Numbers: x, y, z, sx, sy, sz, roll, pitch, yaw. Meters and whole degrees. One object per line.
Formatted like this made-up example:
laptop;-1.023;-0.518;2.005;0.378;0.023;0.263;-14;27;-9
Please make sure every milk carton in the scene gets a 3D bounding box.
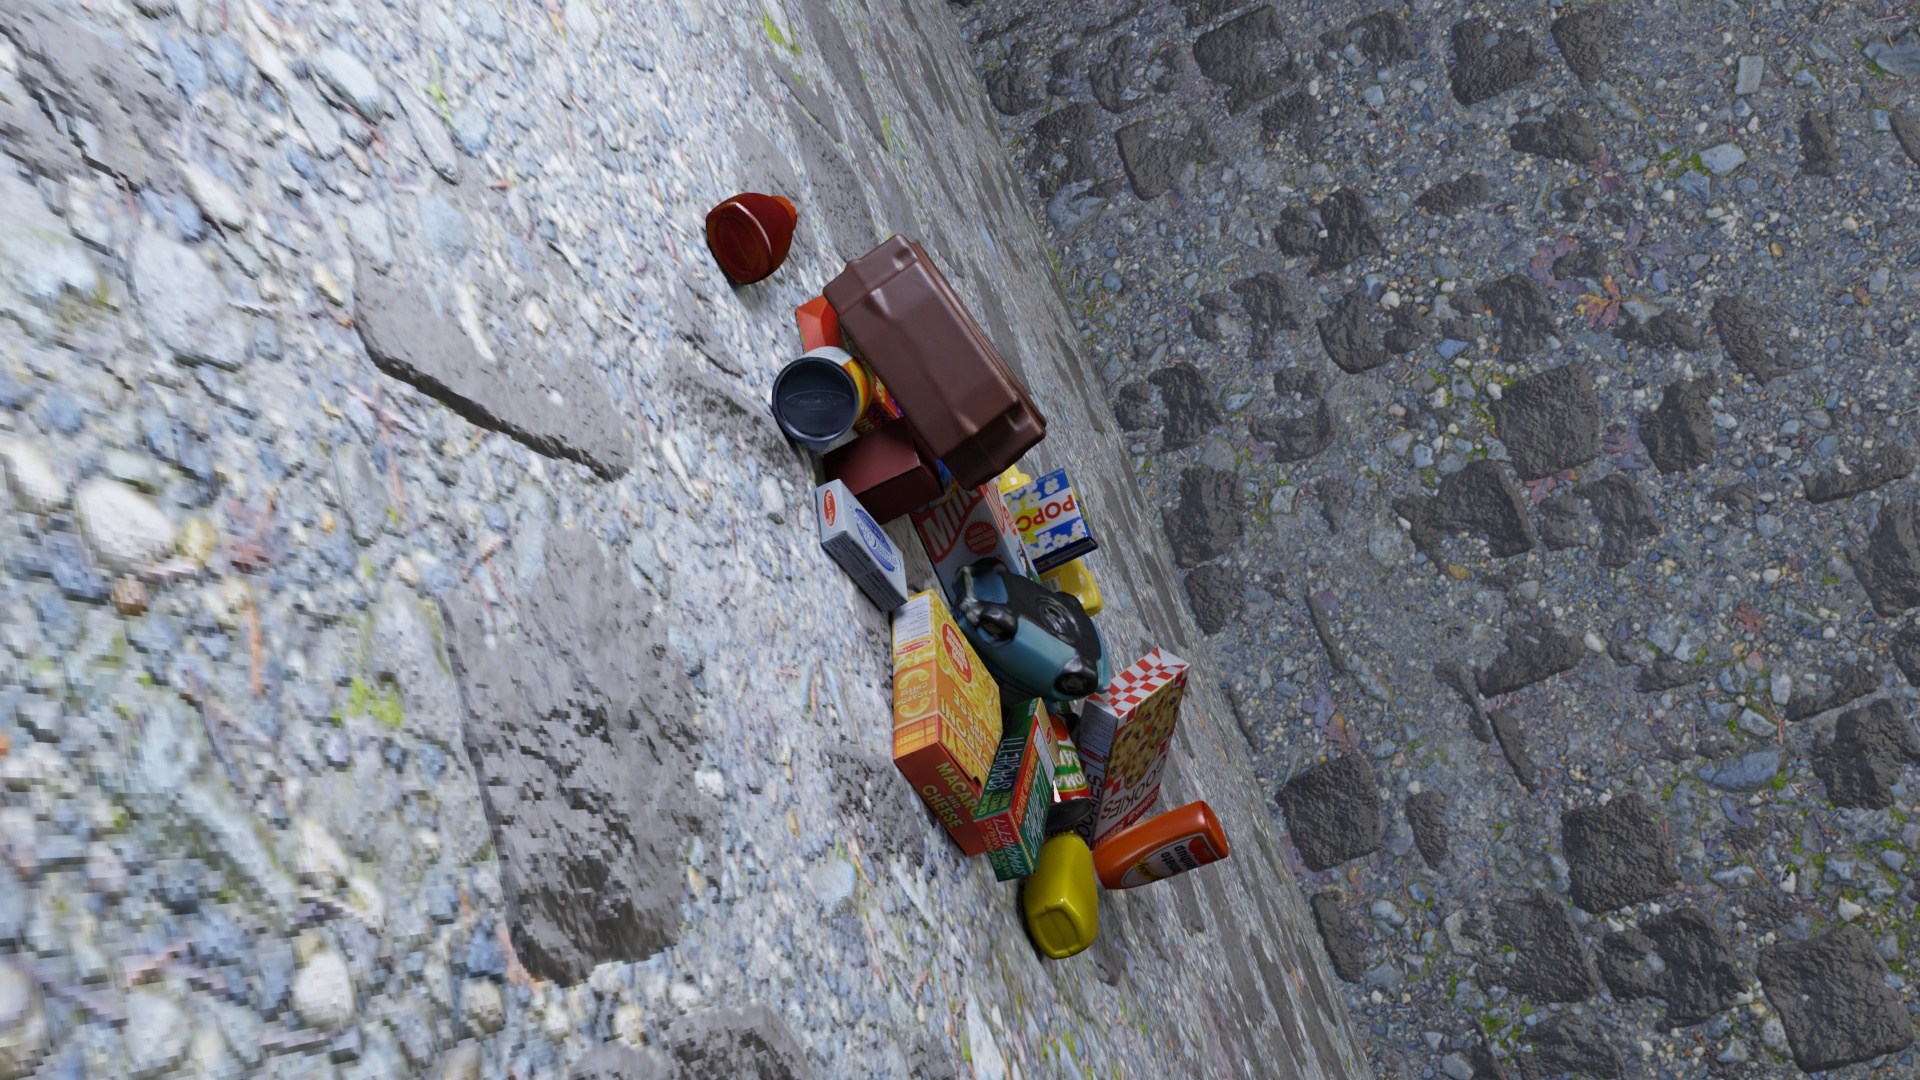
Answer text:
milk carton;0.005;-0.016;1.288;0.190;0.073;0.072;66;13;-3

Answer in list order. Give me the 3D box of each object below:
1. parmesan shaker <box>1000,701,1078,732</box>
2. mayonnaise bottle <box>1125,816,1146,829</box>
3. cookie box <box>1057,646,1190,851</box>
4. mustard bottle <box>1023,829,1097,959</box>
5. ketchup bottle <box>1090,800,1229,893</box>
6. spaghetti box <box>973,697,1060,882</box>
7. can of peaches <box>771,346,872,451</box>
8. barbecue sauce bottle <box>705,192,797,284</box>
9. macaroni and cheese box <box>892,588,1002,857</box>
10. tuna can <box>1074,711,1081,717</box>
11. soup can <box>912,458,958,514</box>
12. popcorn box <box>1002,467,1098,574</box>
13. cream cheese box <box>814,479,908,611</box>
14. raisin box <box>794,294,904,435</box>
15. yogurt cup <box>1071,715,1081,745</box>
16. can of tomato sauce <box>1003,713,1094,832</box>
parmesan shaker;0.064;0.130;1.277;0.071;0.071;0.103;49;22;-54
mayonnaise bottle;0.138;0.261;1.378;0.148;0.064;0.041;59;17;-14
cookie box;0.149;0.196;1.272;0.123;0.040;0.166;-27;135;-46
mustard bottle;0.085;0.283;1.155;0.065;0.049;0.161;64;13;-10
ketchup bottle;0.157;0.278;1.225;0.064;0.148;0.044;55;18;-40
spaghetti box;0.046;0.180;1.040;0.251;0.028;0.050;-54;124;-76
can of peaches;-0.103;-0.107;1.042;0.071;0.071;0.058;64;13;-12
barbecue sauce bottle;-0.159;-0.246;1.100;0.064;0.043;0.149;63;13;-17
macaroni and cheese box;-0.007;0.136;1.057;0.123;0.040;0.167;57;16;-34
tuna can;0.117;0.212;1.429;0.071;0.033;0.071;60;14;-26
soup can;-0.039;-0.056;1.197;0.071;0.071;0.084;68;13;3
popcorn box;0.068;-0.009;1.409;0.038;0.126;0.085;40;30;-58
cream cheese box;-0.074;0.005;1.050;0.103;0.024;0.053;52;21;-46
raisin box;-0.092;-0.146;1.204;0.123;0.040;0.086;47;23;-57
yogurt cup;0.096;0.203;1.303;0.073;0.072;0.053;-97;168;-50
can of tomato sauce;0.073;0.200;1.201;0.071;0.071;0.083;47;23;-56
